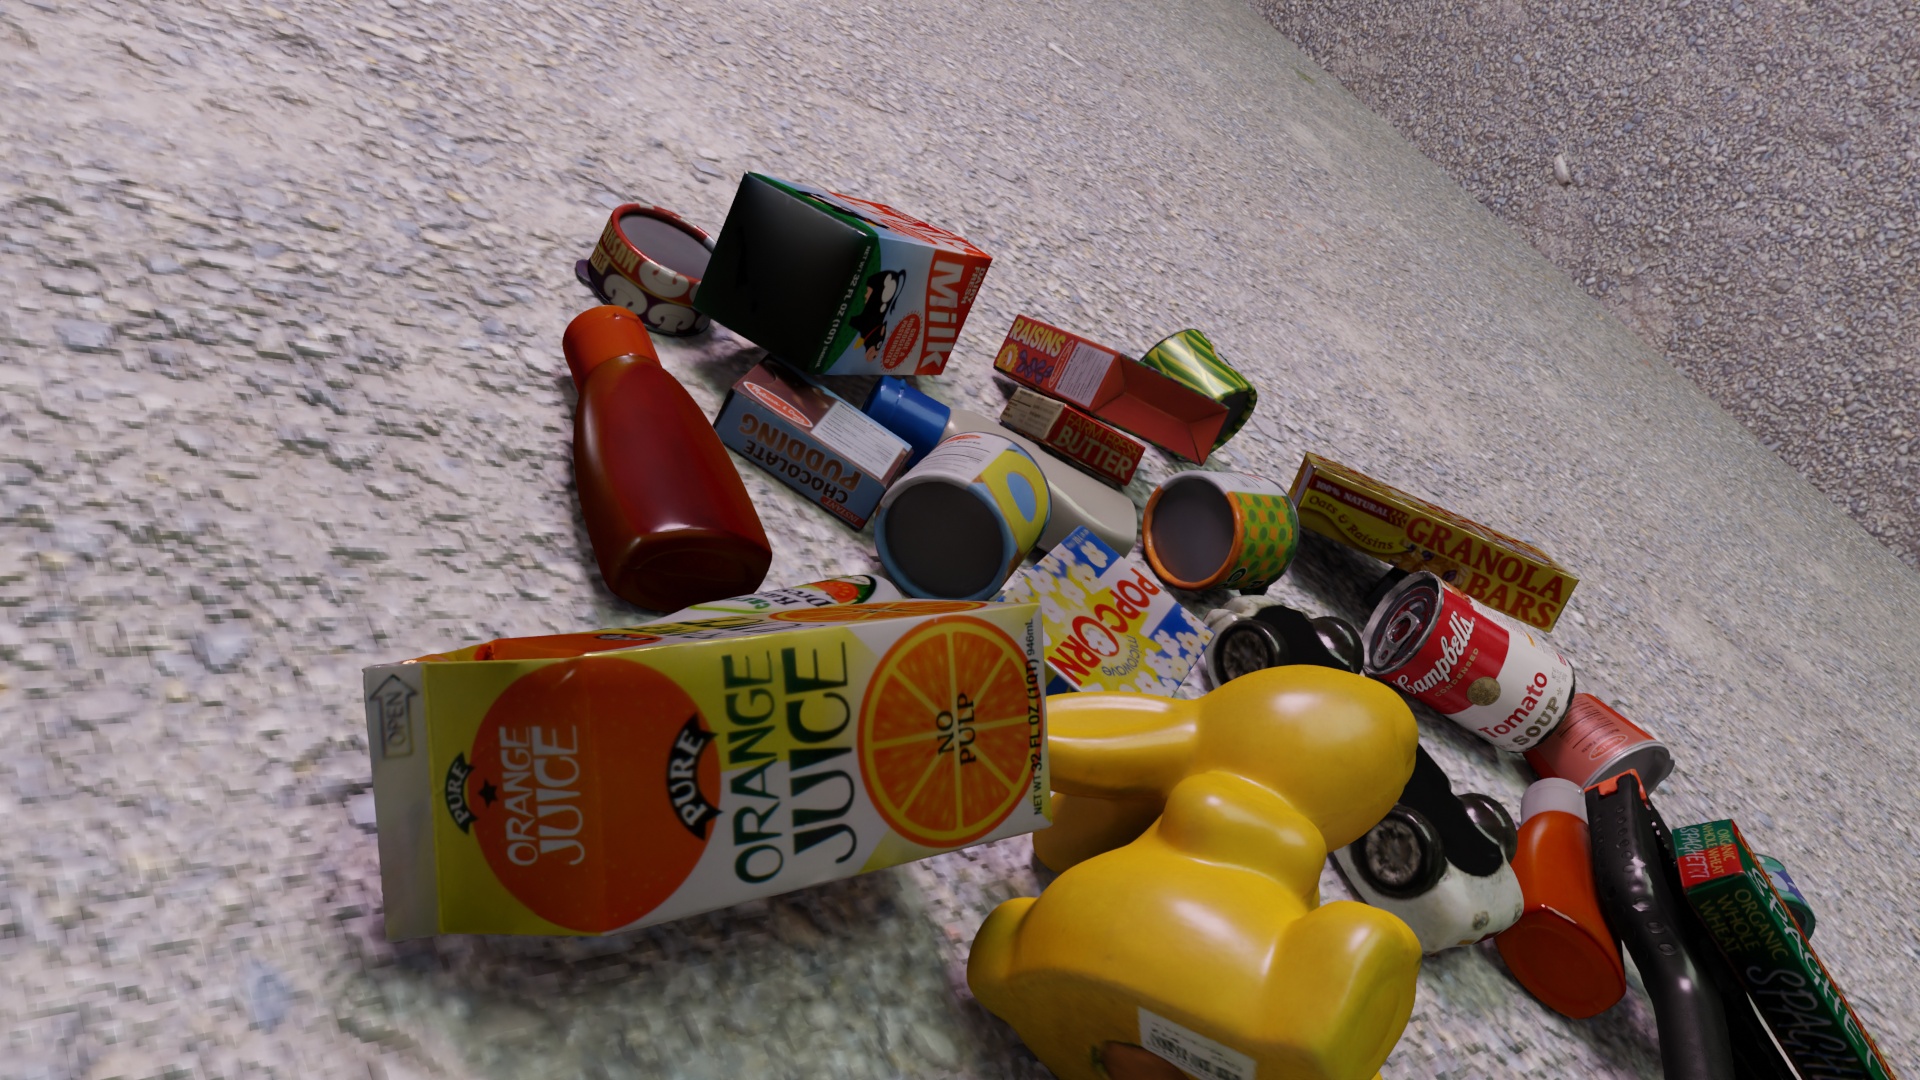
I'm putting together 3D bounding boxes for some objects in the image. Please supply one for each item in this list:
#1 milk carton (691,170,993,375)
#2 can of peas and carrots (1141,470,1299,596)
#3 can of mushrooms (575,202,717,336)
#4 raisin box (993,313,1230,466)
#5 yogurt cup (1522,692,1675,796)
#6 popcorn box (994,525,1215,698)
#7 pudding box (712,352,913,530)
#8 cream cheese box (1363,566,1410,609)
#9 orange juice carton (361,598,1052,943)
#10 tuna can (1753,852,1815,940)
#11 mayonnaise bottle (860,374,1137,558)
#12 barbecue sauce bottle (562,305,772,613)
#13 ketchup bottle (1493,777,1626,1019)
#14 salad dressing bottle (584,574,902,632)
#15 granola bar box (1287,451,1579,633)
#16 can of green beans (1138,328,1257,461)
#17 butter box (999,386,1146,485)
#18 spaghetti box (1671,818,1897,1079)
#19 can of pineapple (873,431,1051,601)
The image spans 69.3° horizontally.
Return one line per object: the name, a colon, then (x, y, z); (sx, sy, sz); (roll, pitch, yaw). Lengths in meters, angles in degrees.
milk carton: (-0.046, -0.132, 0.717); (0.073, 0.072, 0.191); (30, 16, 18)
can of peas and carrots: (0.142, -0.002, 0.764); (0.059, 0.070, 0.071); (2, 44, -45)
can of mushrooms: (-0.149, -0.134, 0.681); (0.071, 0.033, 0.071); (26, 31, -17)
raisin box: (0.084, -0.088, 0.806); (0.086, 0.040, 0.123); (20, 9, -30)
yogurt cup: (0.368, 0.126, 0.812); (0.072, 0.072, 0.054); (12, 29, -36)
popcorn box: (0.057, 0.049, 0.624); (0.085, 0.038, 0.127); (40, 30, 8)
pudding box: (-0.068, -0.047, 0.642); (0.084, 0.030, 0.050); (33, 30, -4)
cream cheese box: (0.311, 0.058, 0.890); (0.104, 0.024, 0.053); (43, 30, 14)
orange juice carton: (-0.069, 0.060, 0.402); (0.193, 0.073, 0.071); (-4, 92, -37)
tuna can: (0.424, 0.205, 0.754); (0.071, 0.070, 0.033); (25, 31, -19)
mayonnaise bottle: (0.018, -0.034, 0.703); (0.148, 0.041, 0.065); (27, 23, -12)
barbecue sauce bottle: (-0.126, -0.037, 0.555); (0.065, 0.043, 0.149); (10, 38, -39)
ketchup bottle: (0.300, 0.169, 0.696); (0.065, 0.043, 0.149); (47, 30, 1)
salad dressing bottle: (-0.084, 0.042, 0.473); (0.148, 0.044, 0.064); (-9, 9, -44)
granola bar box: (0.290, -0.003, 0.877); (0.166, 0.039, 0.124); (24, 12, 7)
can of green beans: (0.149, -0.094, 0.899); (0.071, 0.071, 0.058); (-4, 48, -49)
butter box: (0.059, -0.058, 0.757); (0.053, 0.024, 0.103); (27, 5, -15)
spaghetti box: (0.401, 0.240, 0.632); (0.250, 0.028, 0.050); (56, 29, -5)
can of pineapple: (0.002, -0.008, 0.623); (0.071, 0.070, 0.058); (38, 30, 3)
